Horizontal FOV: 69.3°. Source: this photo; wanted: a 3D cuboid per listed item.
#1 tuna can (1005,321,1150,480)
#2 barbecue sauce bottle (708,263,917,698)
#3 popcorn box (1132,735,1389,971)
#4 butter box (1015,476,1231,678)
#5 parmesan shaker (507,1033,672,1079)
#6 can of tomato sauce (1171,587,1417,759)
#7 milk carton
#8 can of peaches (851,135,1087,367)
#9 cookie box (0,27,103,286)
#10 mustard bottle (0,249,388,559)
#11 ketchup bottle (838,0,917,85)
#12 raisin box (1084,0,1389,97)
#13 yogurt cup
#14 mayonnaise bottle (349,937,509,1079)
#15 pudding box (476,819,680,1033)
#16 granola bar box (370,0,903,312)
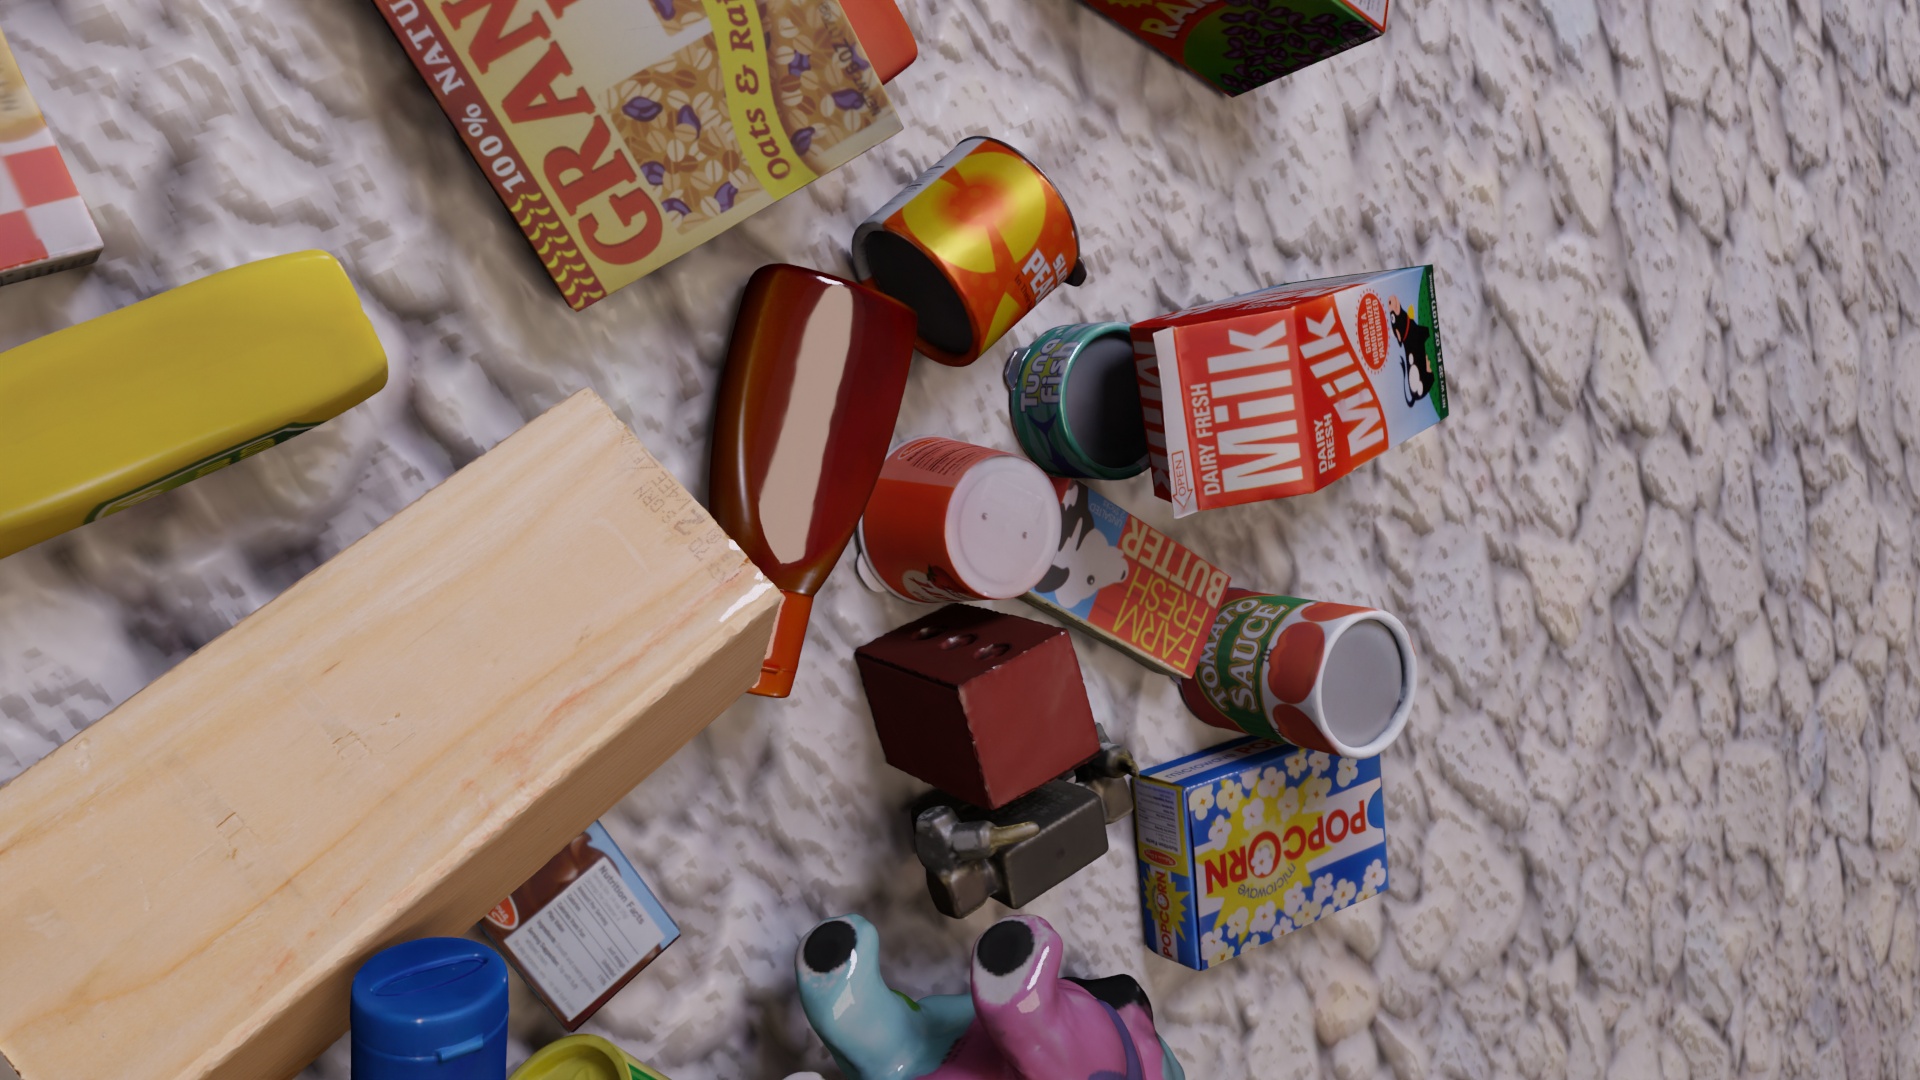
[{"bbox_3d":[0.055,-0.059,0.578,0.071,0.033,0.071,-3,95,-34],"label":"tuna can"},{"bbox_3d":[-0.061,-0.020,0.497,0.065,0.043,0.148,15,85,-28],"label":"barbecue sauce bottle"},{"bbox_3d":[0.141,0.137,0.646,0.127,0.038,0.085,-11,98,-32],"label":"popcorn box"},{"bbox_3d":[0.068,0.017,0.597,0.103,0.024,0.053,29,78,-31],"label":"butter box"},{"bbox_3d":[-0.101,0.216,0.460,0.071,0.071,0.102,-54,130,-18],"label":"parmesan shaker"},{"bbox_3d":[0.148,0.057,0.618,0.071,0.083,0.071,-3,95,-34],"label":"can of tomato sauce"},{"bbox_3d":[0.131,-0.065,0.572,0.191,0.073,0.072,-22,107,-49],"label":"milk carton"},{"bbox_3d":[0.003,-0.105,0.519,0.058,0.071,0.071,-44,115,-22],"label":"can of peaches"},{"bbox_3d":[-0.318,-0.102,0.323,0.168,0.040,0.122,-27,107,-30],"label":"cookie box"},{"bbox_3d":[-0.238,-0.029,0.370,0.161,0.065,0.048,-29,104,-23],"label":"mustard bottle"},{"bbox_3d":[-0.076,-0.215,0.473,0.065,0.043,0.148,-40,114,-18],"label":"ketchup bottle"},{"bbox_3d":[0.102,-0.235,0.565,0.123,0.086,0.040,20,77,-33],"label":"raisin box"},{"bbox_3d":[0.002,-0.007,0.534,0.072,0.054,0.072,-3,94,-34],"label":"yogurt cup"},{"bbox_3d":[-0.137,0.176,0.356,0.065,0.041,0.147,-7,110,-42],"label":"mayonnaise bottle"},{"bbox_3d":[-0.137,0.115,0.464,0.050,0.030,0.083,-40,113,-24],"label":"pudding box"},{"bbox_3d":[-0.112,-0.174,0.431,0.124,0.039,0.165,-31,111,-3],"label":"granola bar box"}]
